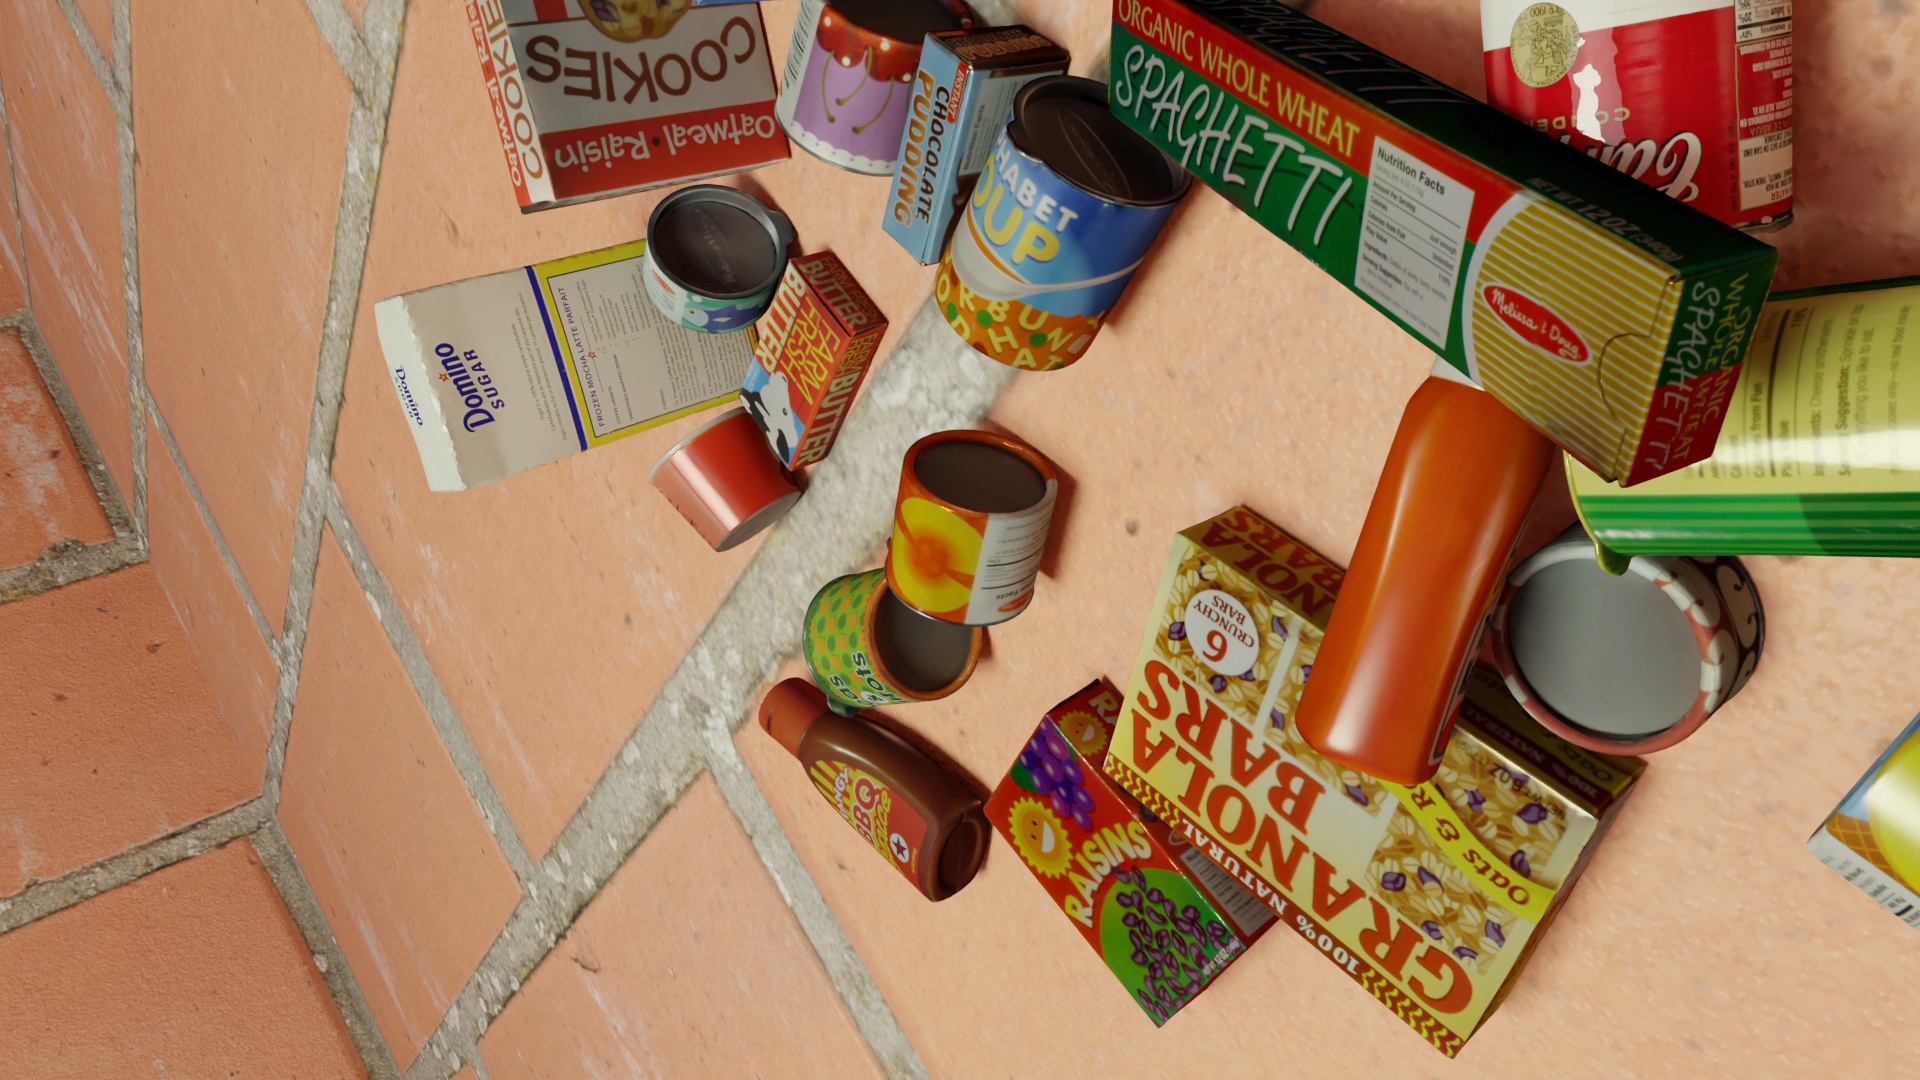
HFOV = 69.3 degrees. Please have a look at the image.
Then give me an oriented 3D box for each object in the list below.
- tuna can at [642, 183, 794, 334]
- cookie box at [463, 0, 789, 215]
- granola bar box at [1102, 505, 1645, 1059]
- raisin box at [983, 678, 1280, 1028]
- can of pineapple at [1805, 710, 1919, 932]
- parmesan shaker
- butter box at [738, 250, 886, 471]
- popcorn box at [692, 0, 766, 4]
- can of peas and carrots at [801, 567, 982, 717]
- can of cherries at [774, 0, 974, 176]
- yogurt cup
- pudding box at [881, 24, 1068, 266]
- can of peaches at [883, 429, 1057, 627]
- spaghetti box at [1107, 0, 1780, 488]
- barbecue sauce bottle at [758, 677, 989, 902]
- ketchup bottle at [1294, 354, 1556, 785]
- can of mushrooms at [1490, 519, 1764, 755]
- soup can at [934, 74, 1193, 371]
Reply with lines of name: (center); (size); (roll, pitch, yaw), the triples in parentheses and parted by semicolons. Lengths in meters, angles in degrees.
tuna can: (-0.116, -0.135, 0.668); (0.071, 0.071, 0.032); (57, 153, 12)
cookie box: (-0.152, -0.239, 0.610); (0.040, 0.123, 0.167); (7, 113, 50)
granola bar box: (0.135, 0.082, 0.495); (0.166, 0.039, 0.123); (38, 133, 33)
raisin box: (0.073, 0.134, 0.597); (0.123, 0.040, 0.085); (48, 140, 21)
can of pineapple: (0.249, 0.066, 0.328); (0.058, 0.071, 0.070); (41, 136, 30)
parmesan shaker: (0.208, -0.025, 0.329); (0.103, 0.071, 0.071); (1, 109, 50)
butter box: (-0.074, -0.086, 0.675); (0.053, 0.024, 0.103); (53, 141, 18)
popcorn box: (-0.089, -0.275, 0.547); (0.038, 0.085, 0.127); (-34, 81, 51)
can of peas and carrots: (-0.033, 0.047, 0.655); (0.058, 0.071, 0.071); (-14, 97, 52)
can of cherries: (-0.032, -0.185, 0.543); (0.071, 0.072, 0.058); (48, 138, 23)
yogurt cup: (-0.121, -0.030, 0.729); (0.054, 0.073, 0.072); (54, 141, 4)
pudding box: (0.004, -0.149, 0.527); (0.030, 0.050, 0.083); (45, 137, 29)
can of peaches: (0.002, -0.007, 0.587); (0.071, 0.071, 0.057); (39, 134, 32)
spaghetti box: (0.104, -0.102, 0.371); (0.251, 0.029, 0.050); (-122, 24, -49)
barbecue sauce bottle: (-0.049, 0.124, 0.736); (0.149, 0.044, 0.064); (33, 132, 37)
ketchup bottle: (0.140, -0.007, 0.401); (0.043, 0.065, 0.148); (19, 101, 15)
can of mushrooms: (0.192, 0.029, 0.404); (0.071, 0.033, 0.070); (25, 125, 41)
soup can: (0.032, -0.111, 0.495); (0.071, 0.071, 0.083); (52, 140, 19)
